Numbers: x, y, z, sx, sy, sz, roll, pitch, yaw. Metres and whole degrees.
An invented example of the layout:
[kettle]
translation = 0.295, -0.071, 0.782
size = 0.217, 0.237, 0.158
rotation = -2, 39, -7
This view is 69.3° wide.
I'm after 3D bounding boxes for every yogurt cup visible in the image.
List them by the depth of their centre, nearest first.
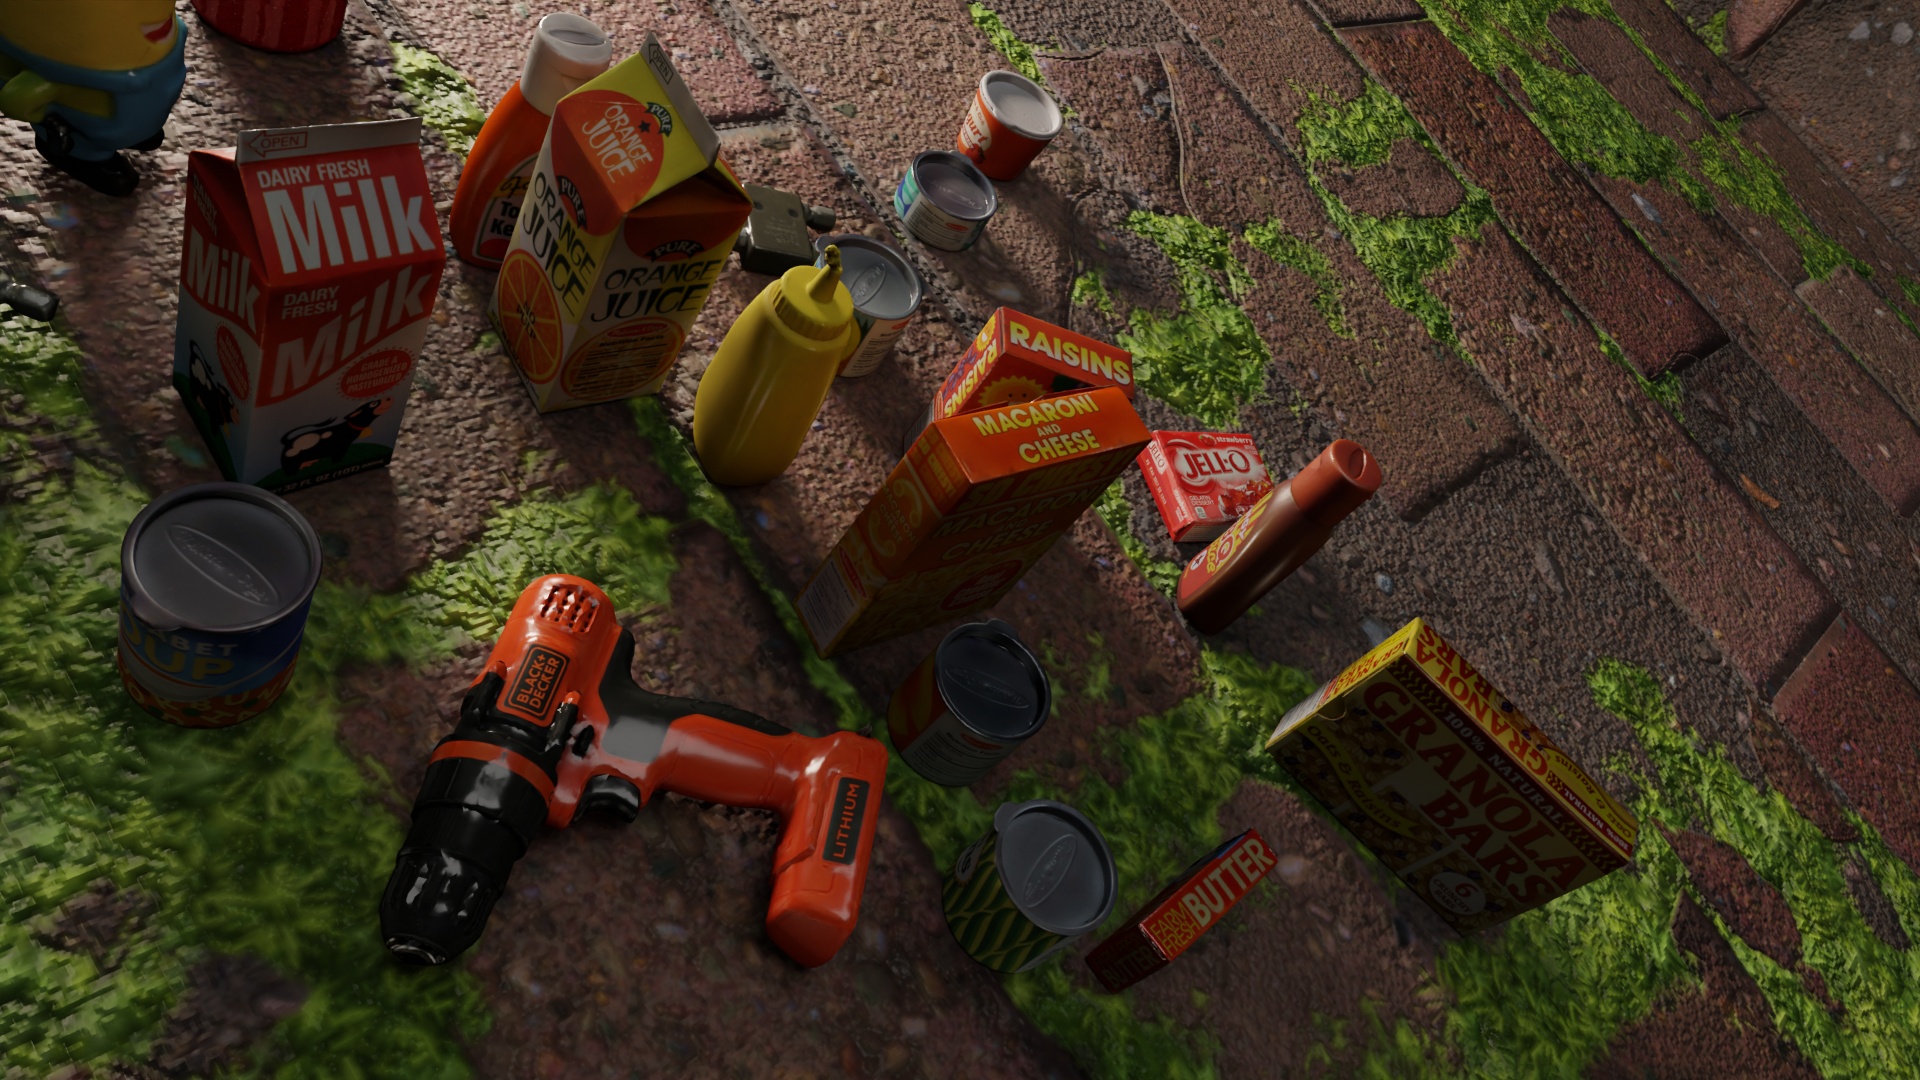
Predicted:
[yogurt cup]
translation = 0.034, -0.303, 1.024
size = 0.072, 0.053, 0.073
rotation = 17, 50, -21

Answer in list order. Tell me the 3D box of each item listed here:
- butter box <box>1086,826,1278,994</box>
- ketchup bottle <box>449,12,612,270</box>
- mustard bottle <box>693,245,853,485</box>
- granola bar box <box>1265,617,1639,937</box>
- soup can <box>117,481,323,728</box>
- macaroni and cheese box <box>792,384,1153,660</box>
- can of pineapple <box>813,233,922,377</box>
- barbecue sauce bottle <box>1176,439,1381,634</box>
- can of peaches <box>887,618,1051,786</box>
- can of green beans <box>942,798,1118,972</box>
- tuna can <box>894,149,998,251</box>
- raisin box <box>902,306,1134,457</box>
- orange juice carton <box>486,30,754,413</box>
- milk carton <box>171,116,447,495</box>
[butter box]
translation = 0.113, 0.187, 0.705
size = 0.104, 0.053, 0.024
rotation = -26, 74, -42
[ketchup bottle]
translation = -0.219, -0.203, 0.719
size = 0.065, 0.148, 0.043
rotation = -6, 61, -36
[mustard bottle]
translation = -0.091, -0.092, 0.710
size = 0.049, 0.159, 0.065
rotation = -1, 58, -34
[granola bar box]
translation = 0.277, 0.140, 0.796
size = 0.165, 0.123, 0.039
rotation = 44, 45, 3
[soup can]
translation = -0.293, 0.028, 0.542
size = 0.071, 0.083, 0.072
rotation = 17, 50, -21
[macaroni and cheese box]
translation = 0.003, -0.009, 0.702
size = 0.124, 0.165, 0.040
rotation = -15, 67, -39
[can of pineapple]
translation = -0.066, -0.142, 0.835
size = 0.071, 0.057, 0.071
rotation = 17, 50, -21
[barbecue sauce bottle]
translation = 0.189, -0.003, 0.831
size = 0.043, 0.147, 0.065
rotation = 37, 45, -4
[can of peaches]
translation = 0.004, 0.083, 0.710
size = 0.071, 0.057, 0.071
rotation = 17, 50, -21
[can of green beans]
translation = 0.032, 0.166, 0.665
size = 0.071, 0.057, 0.071
rotation = 17, 50, -21
[tuna can]
translation = -0.010, -0.236, 0.960
size = 0.071, 0.032, 0.071
rotation = 17, 50, -21
[raisin box]
translation = 0.031, -0.070, 0.797
size = 0.086, 0.122, 0.040
rotation = 17, 50, -22
[orange juice carton]
translation = -0.165, -0.151, 0.683
size = 0.073, 0.191, 0.072
rotation = -17, 68, -40
[milk carton]
translation = -0.273, -0.103, 0.579
size = 0.072, 0.189, 0.073
rotation = -23, 72, -42
